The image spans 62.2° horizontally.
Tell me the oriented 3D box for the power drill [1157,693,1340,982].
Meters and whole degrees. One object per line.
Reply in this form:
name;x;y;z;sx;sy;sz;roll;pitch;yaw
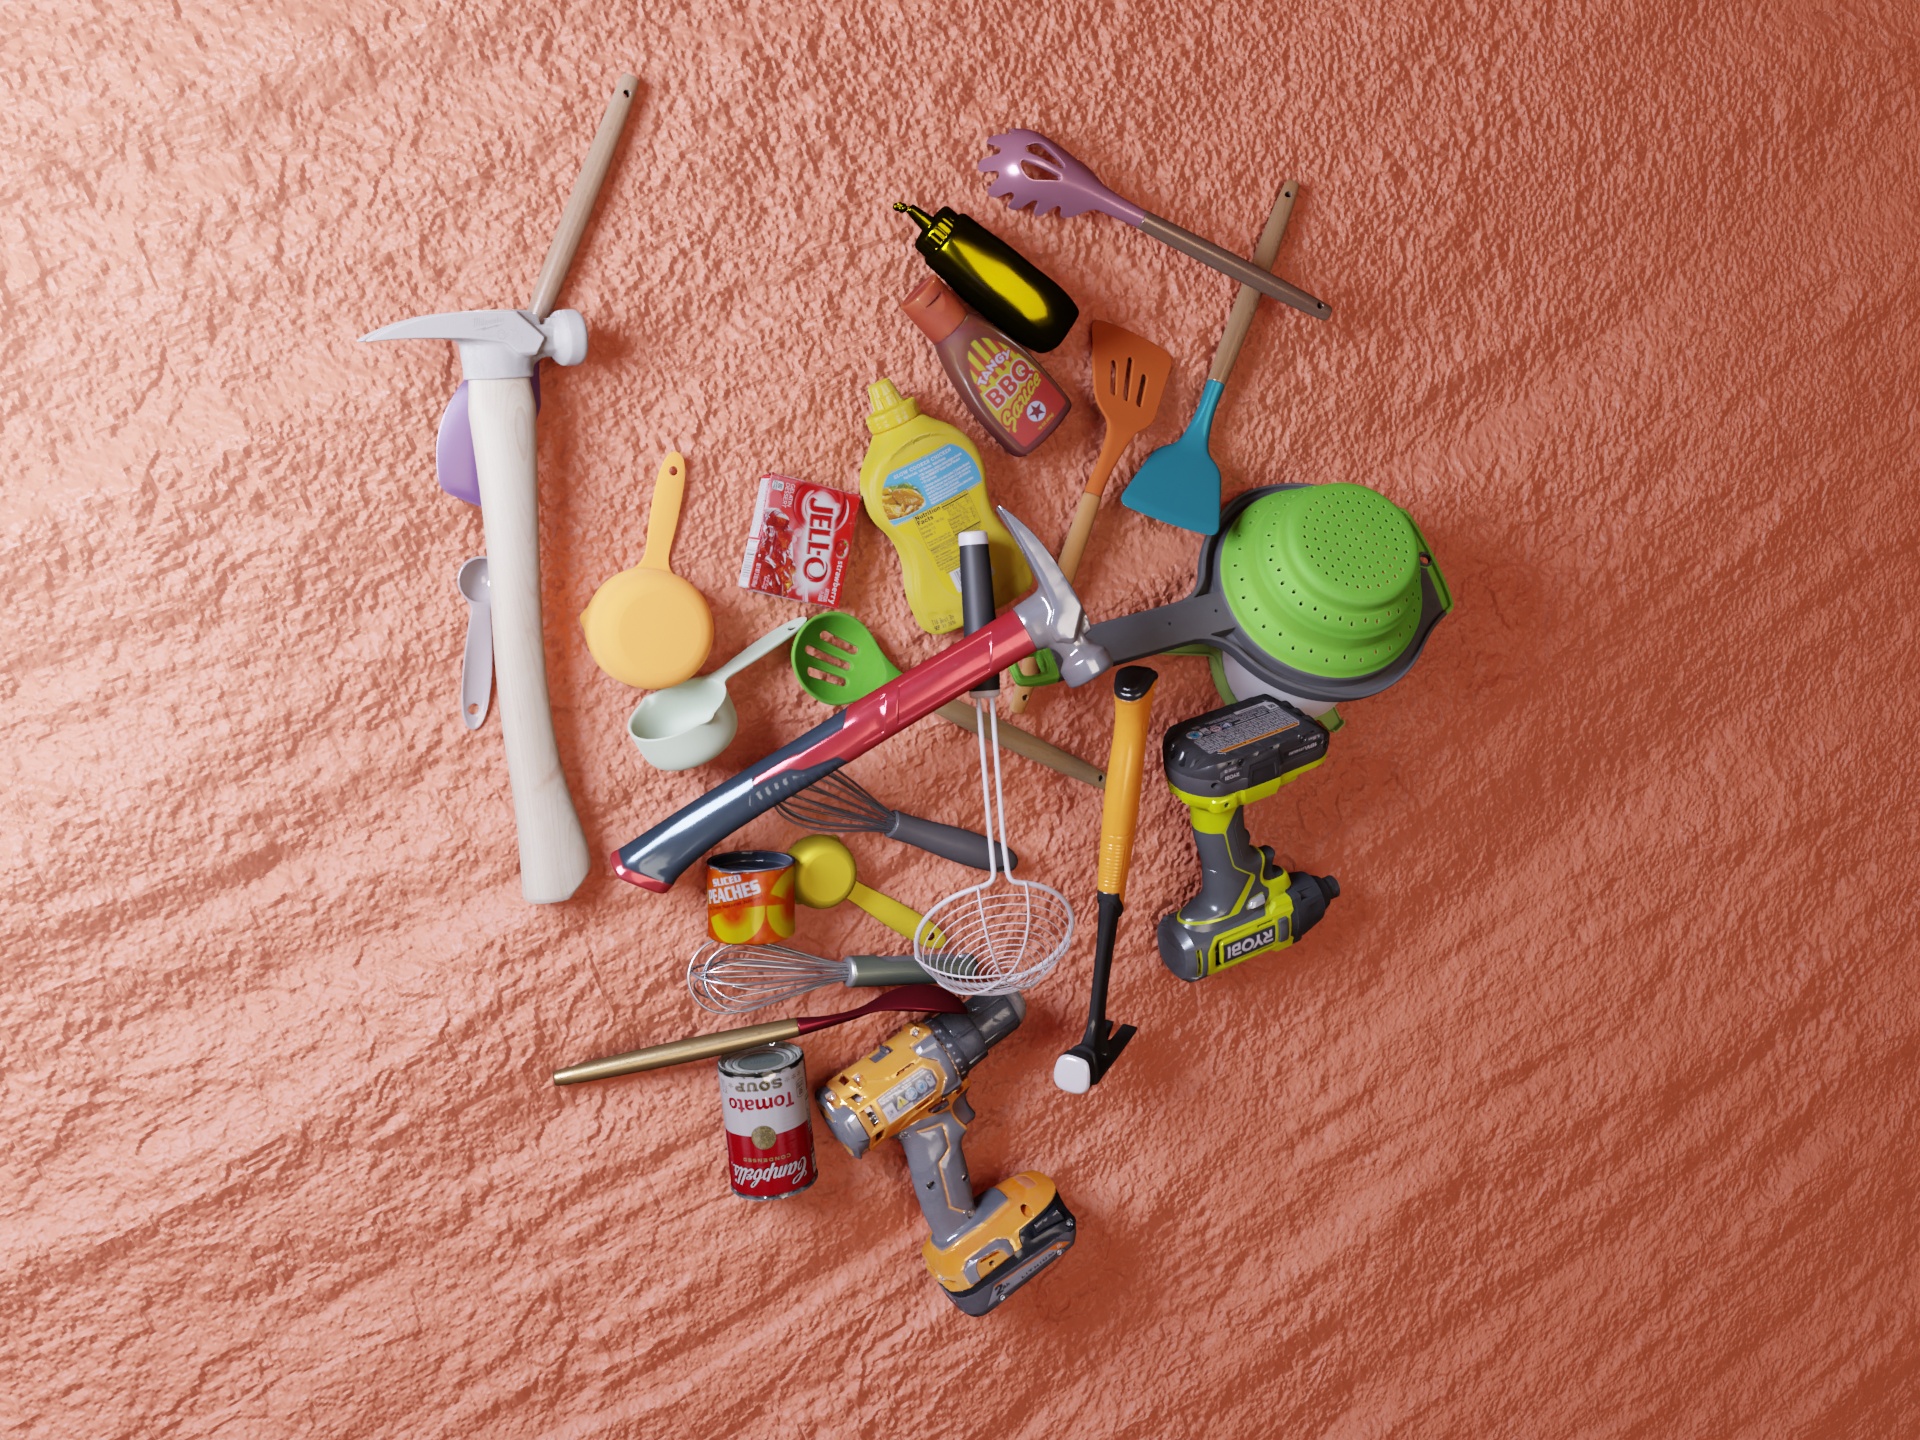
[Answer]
power drill;0.246;0.099;1.340;0.171;0.080;0.223;-19;121;-19

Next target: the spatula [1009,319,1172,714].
spatula;0.095;-0.160;1.286;0.081;0.041;0.322;18;94;-26

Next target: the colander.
colander;0.228;-0.104;1.269;0.397;0.094;0.205;-16;71;-16

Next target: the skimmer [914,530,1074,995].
skimmer;0.017;0.038;1.224;0.127;0.090;0.363;-5;94;-9

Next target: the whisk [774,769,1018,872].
whisk;-0.051;0.079;1.242;0.238;0.055;0.055;21;89;-29

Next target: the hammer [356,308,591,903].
hammer;-0.313;-0.070;1.093;0.146;0.038;0.410;-11;106;-33

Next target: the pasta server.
pasta server;0.162;-0.385;1.261;0.316;0.040;0.060;19;89;-21

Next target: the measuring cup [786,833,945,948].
measuring cup;-0.069;0.143;1.250;0.156;0.029;0.062;33;84;-22

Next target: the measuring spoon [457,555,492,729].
measuring spoon;-0.340;-0.055;1.115;0.034;0.018;0.124;-2;105;-36

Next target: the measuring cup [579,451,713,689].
measuring cup;-0.213;-0.106;1.139;0.095;0.052;0.173;9;96;-24

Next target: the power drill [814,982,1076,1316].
power drill;0.010;0.340;1.289;0.185;0.084;0.226;-33;105;-18

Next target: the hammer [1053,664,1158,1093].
hammer;0.125;0.121;1.268;0.127;0.034;0.336;-24;122;-65

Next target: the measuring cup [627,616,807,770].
measuring cup;-0.169;-0.020;1.173;0.167;0.083;0.038;-40;126;-31

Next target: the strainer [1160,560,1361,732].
strainer;0.245;-0.062;1.338;0.256;0.069;0.151;1;97;-25

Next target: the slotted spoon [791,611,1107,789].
slotted spoon;-0.002;-0.004;1.259;0.313;0.031;0.070;25;81;-28

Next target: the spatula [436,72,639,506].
spatula;-0.287;-0.300;1.099;0.059;0.018;0.316;22;89;-27

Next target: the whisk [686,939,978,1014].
whisk;-0.095;0.195;1.239;0.246;0.058;0.059;2;88;-29

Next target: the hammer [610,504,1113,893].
hammer;-0.089;-0.003;1.152;0.386;0.038;0.143;-31;92;0

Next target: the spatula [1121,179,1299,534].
spatula;0.222;-0.303;1.305;0.082;0.044;0.317;20;85;5

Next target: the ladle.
ladle;-0.149;0.240;1.209;0.315;0.069;0.031;-10;80;-12
